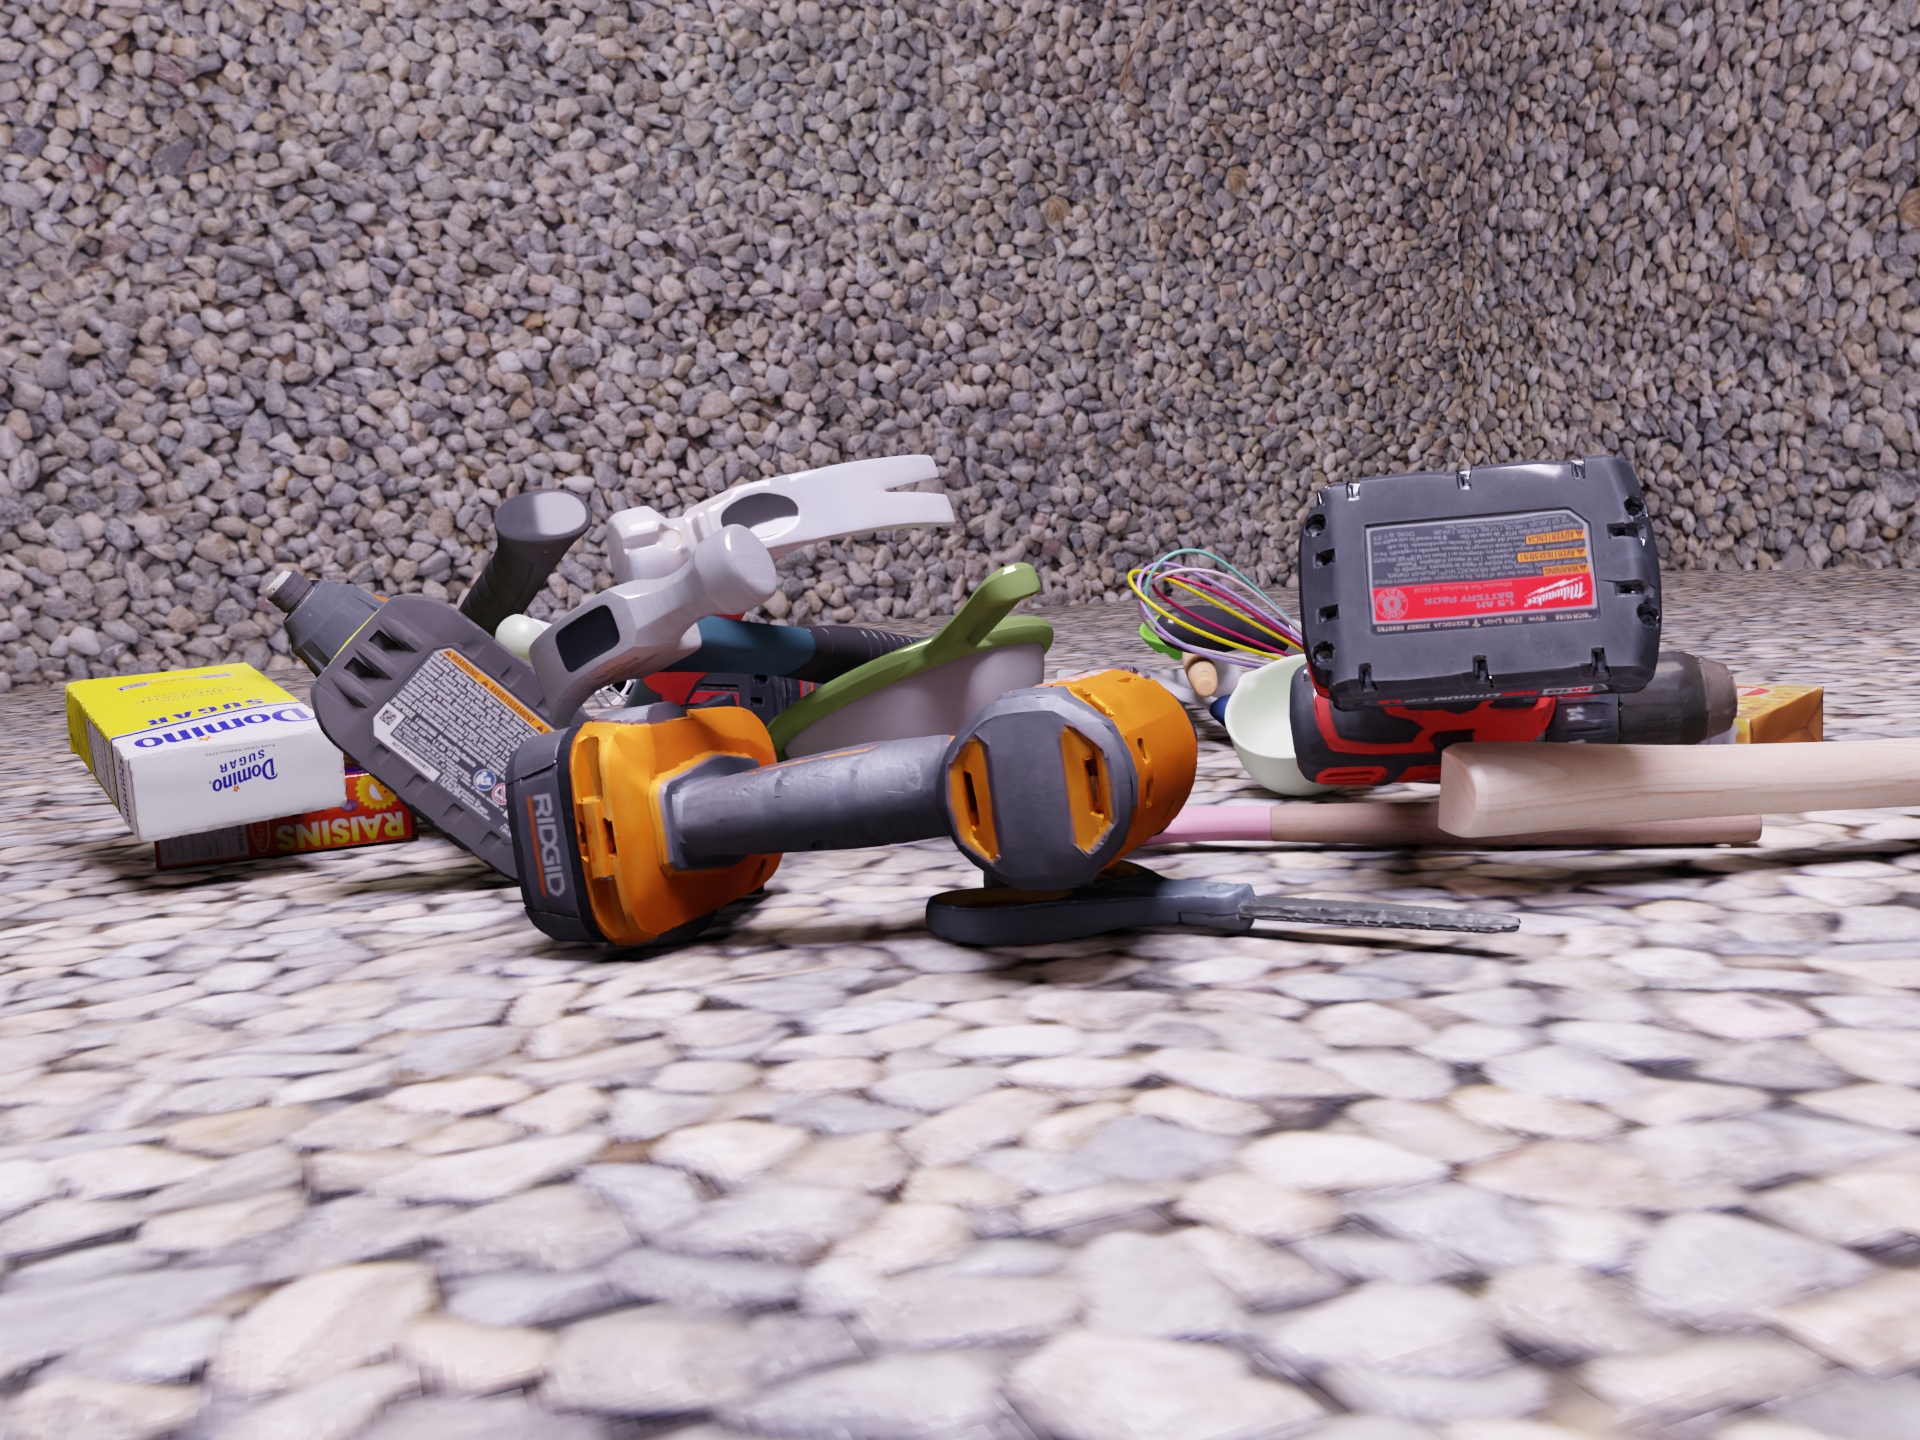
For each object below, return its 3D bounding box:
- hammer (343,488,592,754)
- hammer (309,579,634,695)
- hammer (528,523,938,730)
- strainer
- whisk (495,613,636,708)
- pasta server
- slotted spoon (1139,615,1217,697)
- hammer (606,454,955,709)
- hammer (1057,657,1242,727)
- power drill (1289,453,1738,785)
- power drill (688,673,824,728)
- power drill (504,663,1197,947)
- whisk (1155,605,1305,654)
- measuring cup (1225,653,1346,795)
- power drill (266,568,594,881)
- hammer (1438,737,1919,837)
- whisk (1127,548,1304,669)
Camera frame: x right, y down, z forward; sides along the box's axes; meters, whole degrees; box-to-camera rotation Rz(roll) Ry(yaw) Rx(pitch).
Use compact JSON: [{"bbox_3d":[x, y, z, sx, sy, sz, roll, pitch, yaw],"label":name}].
[{"bbox_3d":[-0.285,-0.039,0.928,0.146,0.035,0.334,1,-25,-34],"label":"hammer"},{"bbox_3d":[-0.271,-0.042,1.028,0.127,0.034,0.336,-27,-23,29],"label":"hammer"},{"bbox_3d":[-0.070,-0.031,0.715,0.128,0.033,0.331,-25,-9,20],"label":"hammer"},{"bbox_3d":[-0.001,-0.002,0.718,0.151,0.069,0.256,-20,-8,-18],"label":"strainer"},{"bbox_3d":[-0.206,-0.036,0.872,0.058,0.059,0.246,27,-1,2],"label":"whisk"},{"bbox_3d":[0.155,0.035,0.653,0.316,0.040,0.060,-1,19,15],"label":"pasta server"},{"bbox_3d":[0.156,-0.043,1.070,0.070,0.031,0.314,5,9,5],"label":"slotted spoon"},{"bbox_3d":[-0.128,-0.033,0.806,0.143,0.038,0.386,-16,-10,-23],"label":"hammer"},{"bbox_3d":[0.165,-0.007,1.028,0.144,0.035,0.405,-4,6,-7],"label":"hammer"},{"bbox_3d":[0.223,-0.024,0.634,0.188,0.080,0.226,-4,-15,14],"label":"power drill"},{"bbox_3d":[-0.080,-0.011,1.044,0.219,0.078,0.143,-6,6,-43],"label":"power drill"},{"bbox_3d":[-0.027,0.024,0.575,0.226,0.084,0.164,-7,3,22],"label":"power drill"},{"bbox_3d":[0.233,-0.052,1.031,0.284,0.070,0.070,2,2,-35],"label":"whisk"},{"bbox_3d":[0.208,-0.021,0.810,0.167,0.038,0.083,-37,39,-19],"label":"measuring cup"},{"bbox_3d":[-0.255,-0.007,0.768,0.080,0.171,0.223,-52,25,-11],"label":"power drill"},{"bbox_3d":[0.376,0.019,0.583,0.410,0.038,0.146,-3,10,-10],"label":"hammer"},{"bbox_3d":[0.191,-0.034,0.856,0.244,0.051,0.047,21,0,-24],"label":"whisk"}]
